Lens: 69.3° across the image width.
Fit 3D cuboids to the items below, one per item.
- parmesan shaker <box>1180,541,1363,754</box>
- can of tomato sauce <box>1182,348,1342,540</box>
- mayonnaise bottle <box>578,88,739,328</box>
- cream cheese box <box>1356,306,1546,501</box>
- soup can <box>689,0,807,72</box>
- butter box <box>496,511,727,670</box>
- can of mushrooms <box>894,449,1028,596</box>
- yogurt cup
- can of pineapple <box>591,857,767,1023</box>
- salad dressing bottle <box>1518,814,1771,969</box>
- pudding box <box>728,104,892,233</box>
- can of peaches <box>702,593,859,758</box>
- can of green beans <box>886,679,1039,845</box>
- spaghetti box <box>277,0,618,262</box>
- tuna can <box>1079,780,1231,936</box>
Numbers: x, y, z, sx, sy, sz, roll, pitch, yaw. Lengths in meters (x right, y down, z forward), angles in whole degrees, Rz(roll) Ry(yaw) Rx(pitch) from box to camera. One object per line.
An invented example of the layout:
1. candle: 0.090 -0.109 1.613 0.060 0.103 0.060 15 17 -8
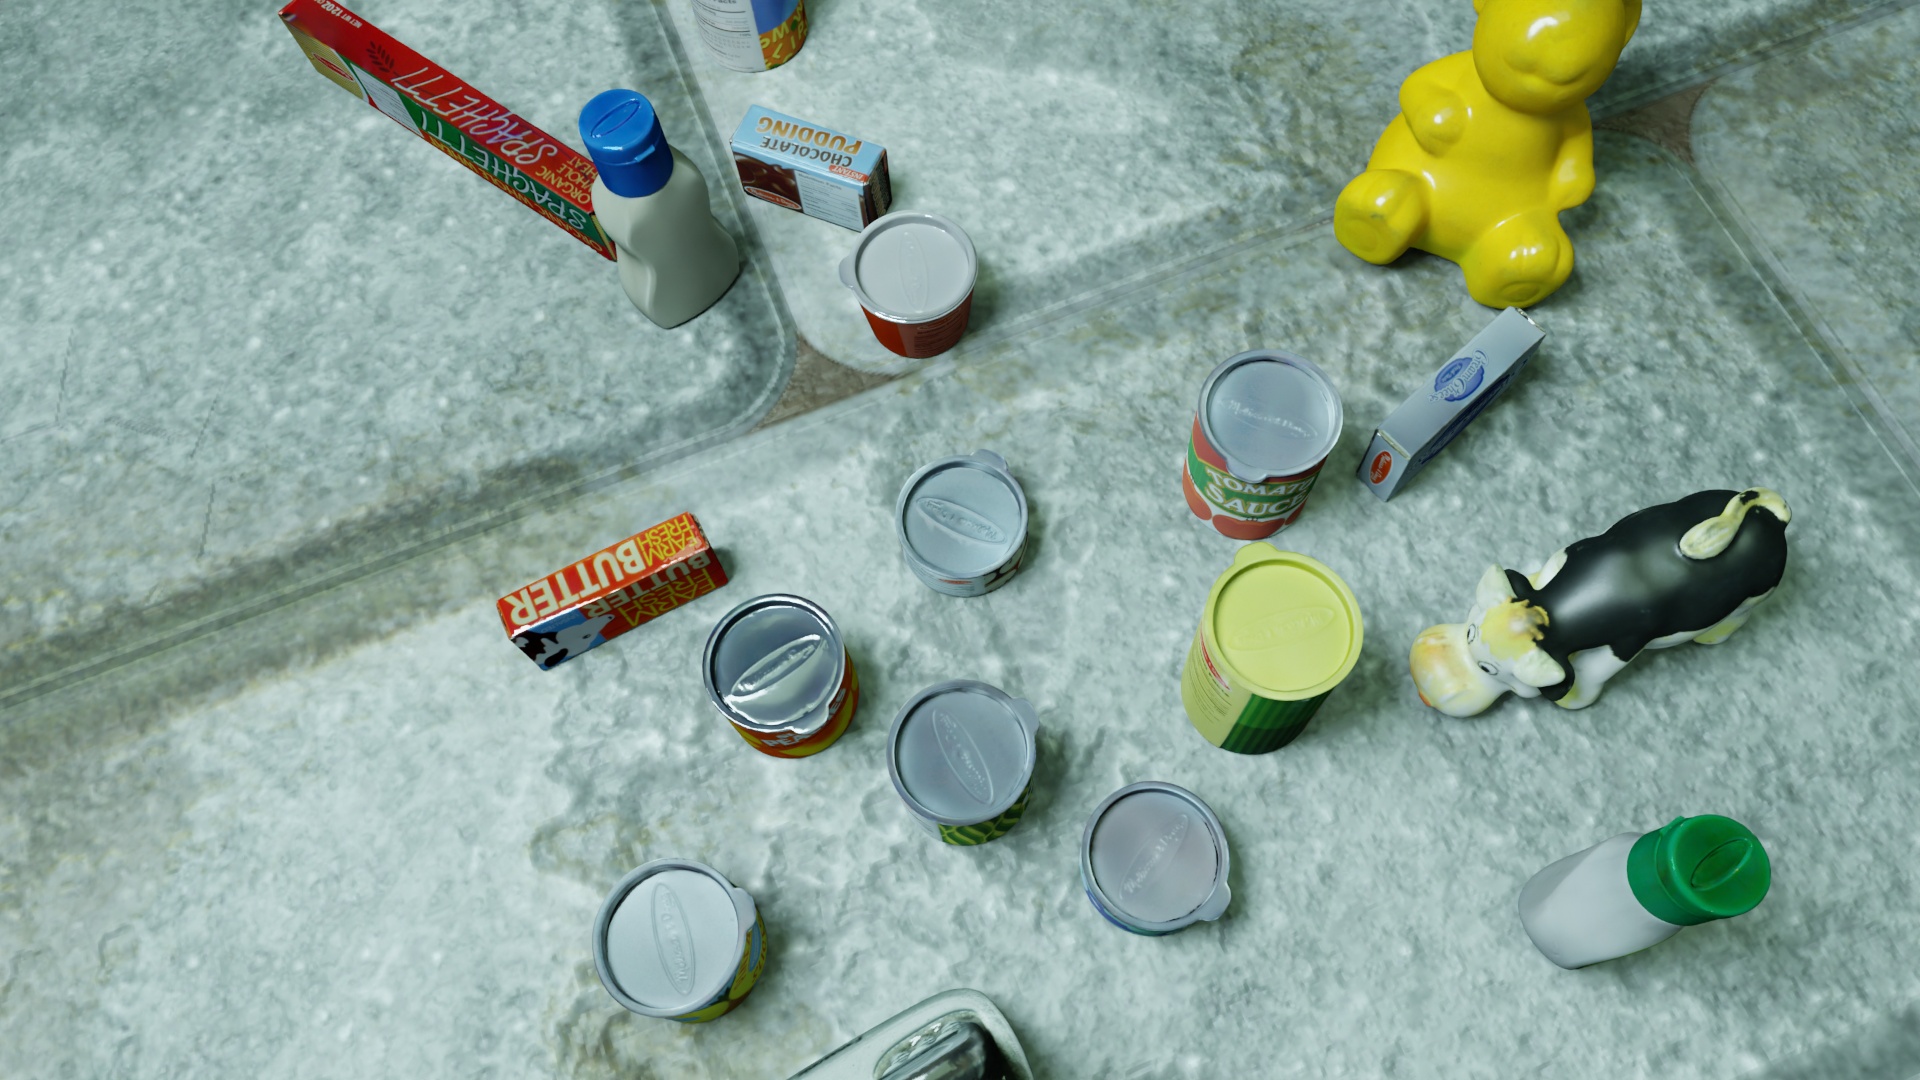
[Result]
1. parmesan shaker: 0.137 0.051 0.630 0.071 0.102 0.071 -1 68 2
2. can of tomato sauce: 0.145 -0.043 0.679 0.071 0.082 0.071 -1 68 2
3. mayonnaise bottle: -0.155 -0.168 0.709 0.065 0.147 0.041 -42 72 -13
4. cream cheese box: 0.246 -0.069 0.701 0.104 0.053 0.024 -41 72 -13
5. soup can: -0.125 -0.327 0.807 0.071 0.083 0.071 -1 68 2
6. butter box: -0.169 0.025 0.682 0.104 0.053 0.024 -26 69 -8
7. can of mushrooms: 0.002 -0.009 0.698 0.071 0.033 0.071 -1 68 2
8. yogurt cup: -0.024 -0.133 0.739 0.072 0.053 0.072 -1 68 2
9. can of pineapple: -0.121 0.178 0.615 0.071 0.057 0.071 -1 68 2
10. salad dressing bottle: 0.274 0.142 0.563 0.064 0.147 0.044 -32 70 -10
11. pudding box: -0.083 -0.206 0.774 0.084 0.049 0.030 20 71 10
12. can of peaches: -0.082 0.067 0.658 0.071 0.058 0.071 -1 68 2
13. can of green beans: 0.001 0.103 0.639 0.071 0.057 0.071 -1 68 2
14. spaghetti box: -0.286 -0.239 0.796 0.250 0.050 0.029 33 73 15
15. tuna can: 0.089 0.147 0.631 0.071 0.032 0.071 -1 68 2
